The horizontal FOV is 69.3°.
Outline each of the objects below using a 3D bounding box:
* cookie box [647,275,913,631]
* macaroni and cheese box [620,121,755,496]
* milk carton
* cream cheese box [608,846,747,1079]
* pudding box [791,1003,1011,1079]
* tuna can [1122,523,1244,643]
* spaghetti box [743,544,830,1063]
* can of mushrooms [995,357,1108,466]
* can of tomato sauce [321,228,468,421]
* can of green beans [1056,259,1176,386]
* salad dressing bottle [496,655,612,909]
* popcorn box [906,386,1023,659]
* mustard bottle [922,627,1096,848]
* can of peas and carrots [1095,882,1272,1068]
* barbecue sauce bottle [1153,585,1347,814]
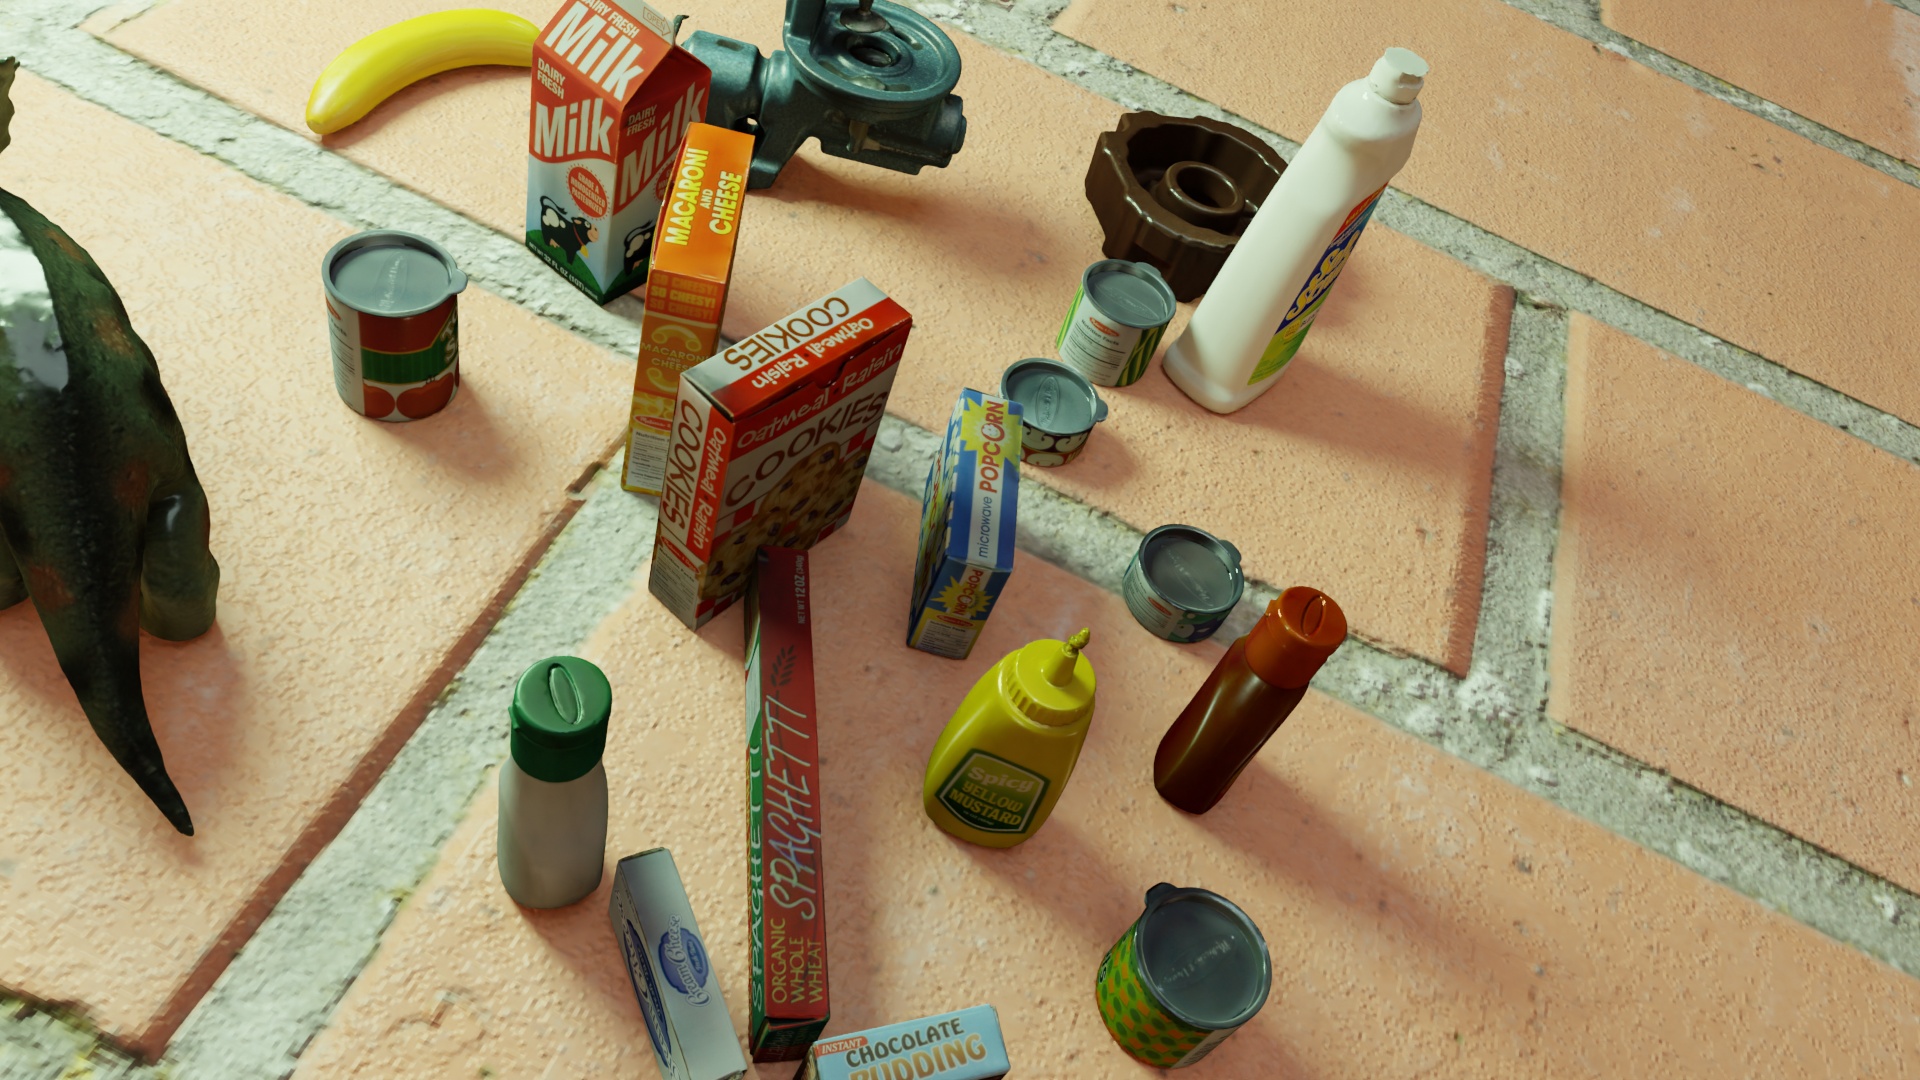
[{"bbox_3d":[-0.094,-0.042,0.710,0.040,0.166,0.123,40,51,15],"label":"cookie box"},{"bbox_3d":[-0.150,-0.122,0.757,0.040,0.165,0.124,11,50,-11],"label":"macaroni and cheese box"},{"bbox_3d":[-0.203,-0.239,0.818,0.072,0.189,0.074,38,50,13],"label":"milk carton"},{"bbox_3d":[-0.121,0.188,0.588,0.024,0.053,0.104,-12,57,-27],"label":"cream cheese box"},{"bbox_3d":[-0.025,0.226,0.592,0.084,0.049,0.030,-4,54,-22],"label":"pudding box"},{"bbox_3d":[0.133,0.025,0.823,0.071,0.032,0.071,10,50,-12],"label":"tuna can"},{"bbox_3d":[-0.086,0.116,0.662,0.029,0.049,0.251,5,51,-16],"label":"spaghetti box"},{"bbox_3d":[0.055,-0.081,0.882,0.071,0.033,0.071,10,50,-12],"label":"can of mushrooms"},{"bbox_3d":[-0.305,-0.115,0.753,0.071,0.082,0.071,10,50,-12],"label":"can of tomato sauce"},{"bbox_3d":[0.104,-0.146,0.937,0.071,0.057,0.071,10,50,-12],"label":"can of green beans"},{"bbox_3d":[-0.169,0.103,0.579,0.044,0.146,0.064,-11,57,-26],"label":"salad dressing bottle"},{"bbox_3d":[0.003,-0.010,0.771,0.038,0.084,0.127,13,49,-9],"label":"popcorn box"},{"bbox_3d":[0.028,0.088,0.650,0.065,0.159,0.049,22,48,-1],"label":"mustard bottle"},{"bbox_3d":[0.101,0.203,0.649,0.071,0.058,0.071,10,50,-12],"label":"can of peas and carrots"},{"bbox_3d":[0.146,0.080,0.706,0.044,0.147,0.065,29,49,6],"label":"barbecue sauce bottle"}]
